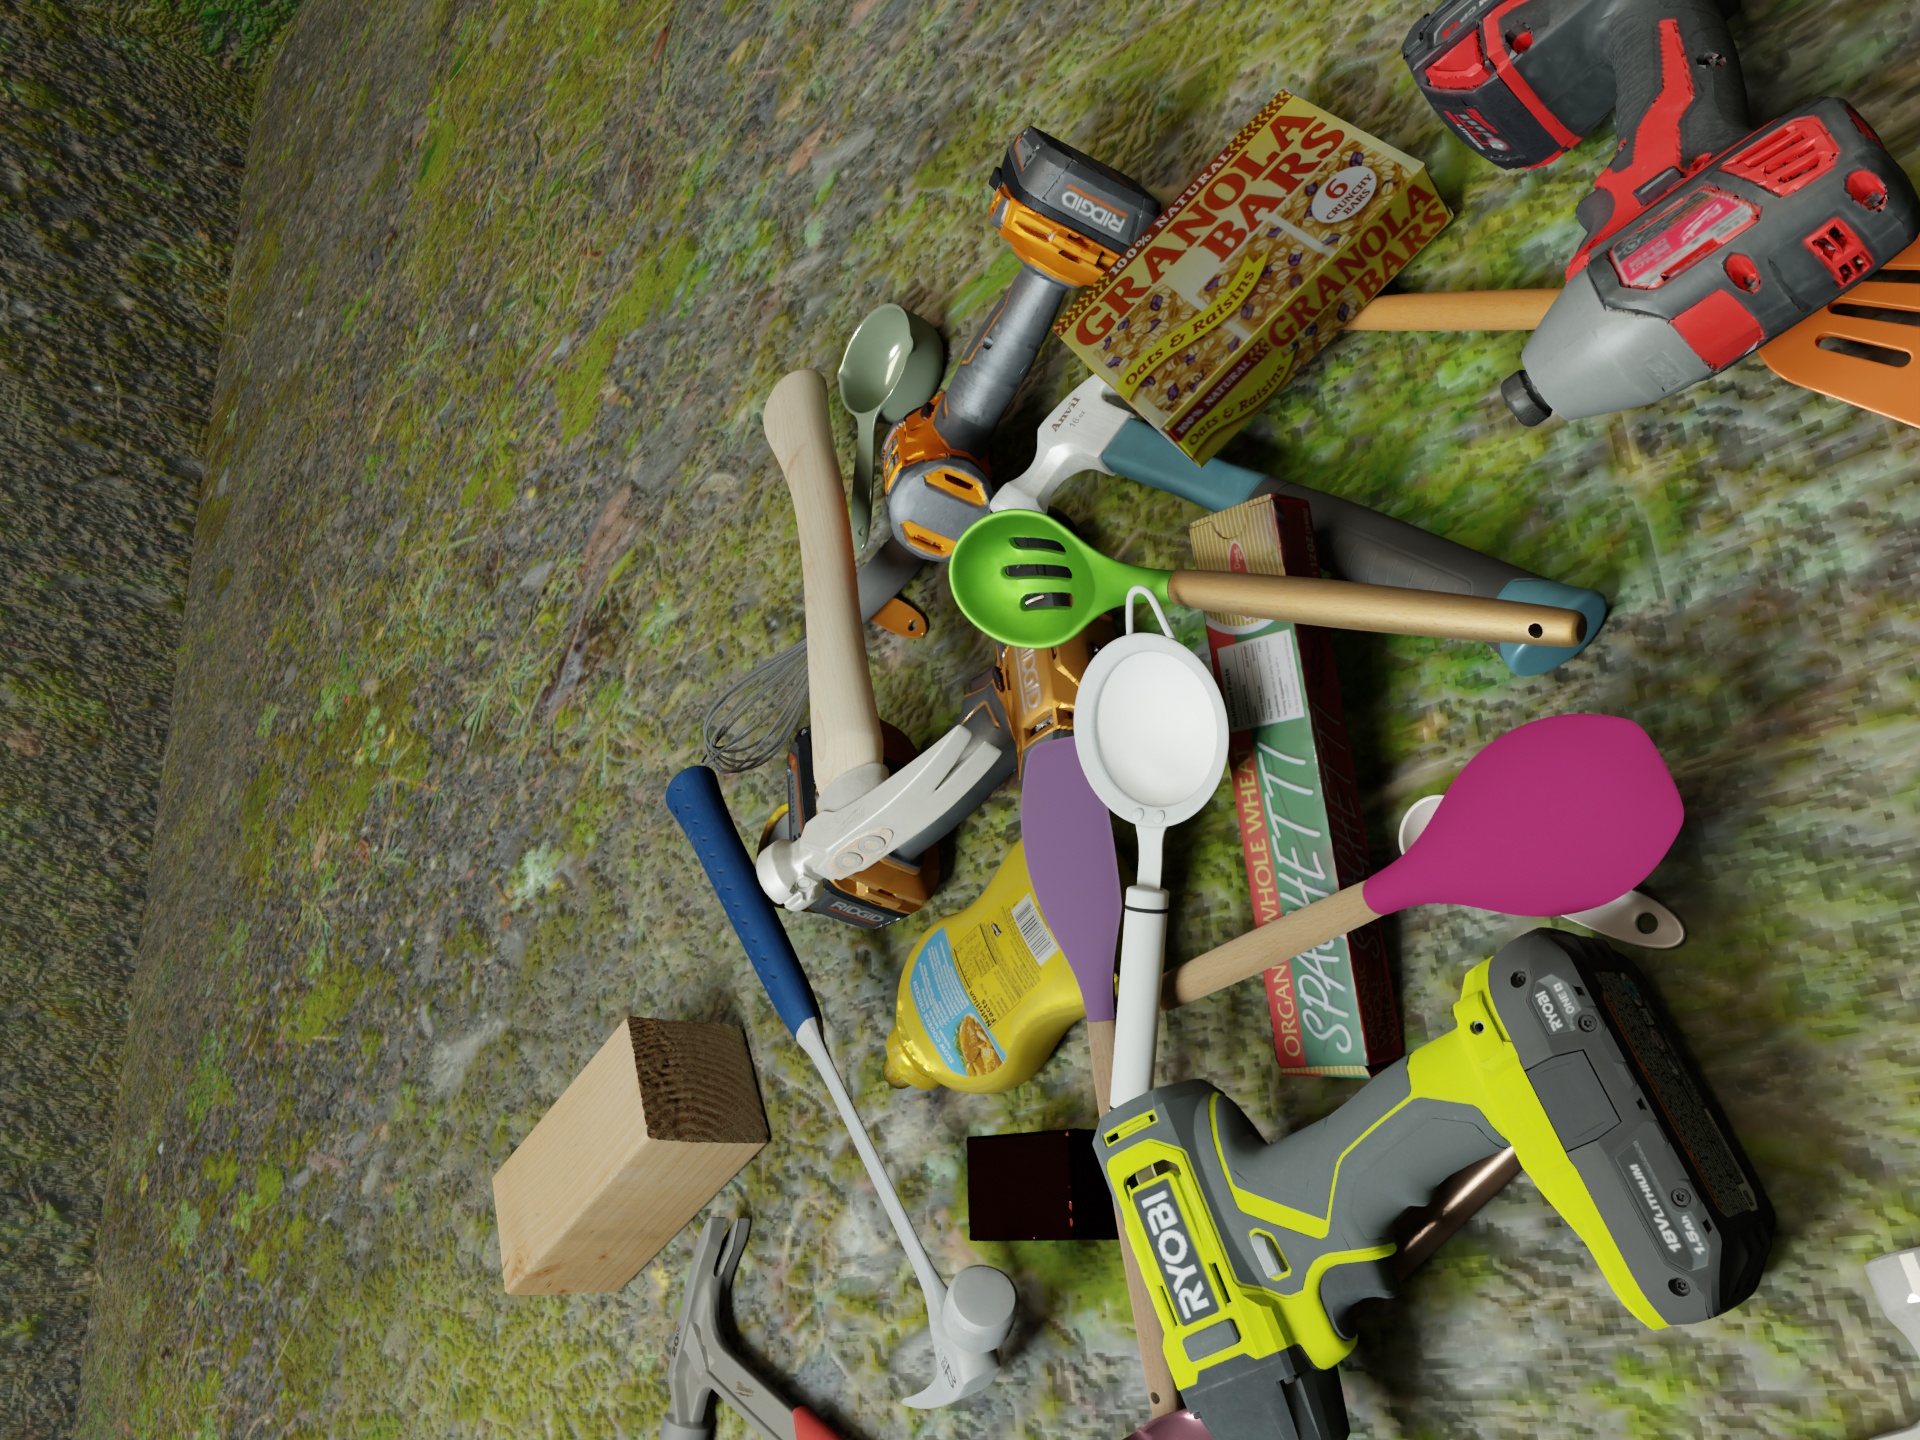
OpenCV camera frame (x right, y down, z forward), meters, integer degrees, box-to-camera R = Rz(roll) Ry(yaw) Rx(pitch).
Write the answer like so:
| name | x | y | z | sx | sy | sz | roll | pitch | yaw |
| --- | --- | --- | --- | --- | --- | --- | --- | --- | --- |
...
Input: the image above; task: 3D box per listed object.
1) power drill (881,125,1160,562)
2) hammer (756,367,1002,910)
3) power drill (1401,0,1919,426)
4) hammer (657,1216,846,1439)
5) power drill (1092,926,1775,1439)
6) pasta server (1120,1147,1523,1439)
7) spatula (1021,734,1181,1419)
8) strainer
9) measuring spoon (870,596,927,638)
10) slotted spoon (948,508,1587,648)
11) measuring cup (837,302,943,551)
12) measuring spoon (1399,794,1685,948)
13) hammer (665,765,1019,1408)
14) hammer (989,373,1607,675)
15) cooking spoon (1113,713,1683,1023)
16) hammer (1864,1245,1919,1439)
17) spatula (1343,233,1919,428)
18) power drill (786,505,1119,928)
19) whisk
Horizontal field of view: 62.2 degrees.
| name | x | y | z | sx | sy | sz | roll | pitch | yaw |
| --- | --- | --- | --- | --- | --- | --- | --- | --- | --- |
| power drill | 0.021 | -0.218 | 0.920 | 0.226 | 0.084 | 0.164 | -62 | 16 | 22 |
| hammer | -0.071 | -0.087 | 0.941 | 0.146 | 0.038 | 0.411 | -36 | 42 | 24 |
| power drill | 0.252 | -0.215 | 0.612 | 0.143 | 0.078 | 0.220 | -36 | 43 | 34 |
| hammer | -0.063 | 0.407 | 0.873 | 0.359 | 0.036 | 0.149 | 11 | 88 | 52 |
| power drill | 0.168 | 0.189 | 0.591 | 0.223 | 0.080 | 0.171 | -36 | 61 | 30 |
| pasta server | 0.144 | 0.260 | 0.661 | 0.060 | 0.040 | 0.316 | 39 | 113 | 5 |
| spatula | 0.069 | 0.165 | 0.739 | 0.060 | 0.018 | 0.316 | -16 | 82 | 47 |
| strainer | 0.084 | 0.071 | 0.706 | 0.087 | 0.050 | 0.258 | 6 | 92 | 46 |
| measuring spoon | -0.054 | -0.074 | 1.038 | 0.117 | 0.011 | 0.021 | 30 | 95 | 47 |
| slotted spoon | 0.114 | -0.053 | 0.682 | 0.314 | 0.031 | 0.070 | 11 | 117 | 45 |
| measuring cup | -0.047 | -0.188 | 1.043 | 0.083 | 0.038 | 0.168 | -6 | 76 | 50 |
| measuring spoon | 0.232 | 0.063 | 0.638 | 0.124 | 0.018 | 0.034 | 26 | 97 | 45 |
| hammer | -0.081 | 0.185 | 0.885 | 0.406 | 0.035 | 0.144 | 57 | 150 | 36 |
| hammer | 0.150 | -0.097 | 0.751 | 0.128 | 0.033 | 0.331 | -53 | 44 | -2 |
| cooking spoon | 0.151 | 0.080 | 0.646 | 0.319 | 0.017 | 0.069 | -39 | 69 | 49 |
| hammer | 0.220 | 0.295 | 0.561 | 0.331 | 0.031 | 0.130 | -38 | 51 | 38 |
| spatula | 0.264 | -0.168 | 0.663 | 0.323 | 0.041 | 0.081 | 21 | 94 | 56 |
| power drill | -0.001 | -0.003 | 0.894 | 0.226 | 0.084 | 0.186 | -35 | 46 | 34 |
| whisk | -0.087 | -0.052 | 1.020 | 0.239 | 0.055 | 0.055 | -46 | 46 | 16 |
